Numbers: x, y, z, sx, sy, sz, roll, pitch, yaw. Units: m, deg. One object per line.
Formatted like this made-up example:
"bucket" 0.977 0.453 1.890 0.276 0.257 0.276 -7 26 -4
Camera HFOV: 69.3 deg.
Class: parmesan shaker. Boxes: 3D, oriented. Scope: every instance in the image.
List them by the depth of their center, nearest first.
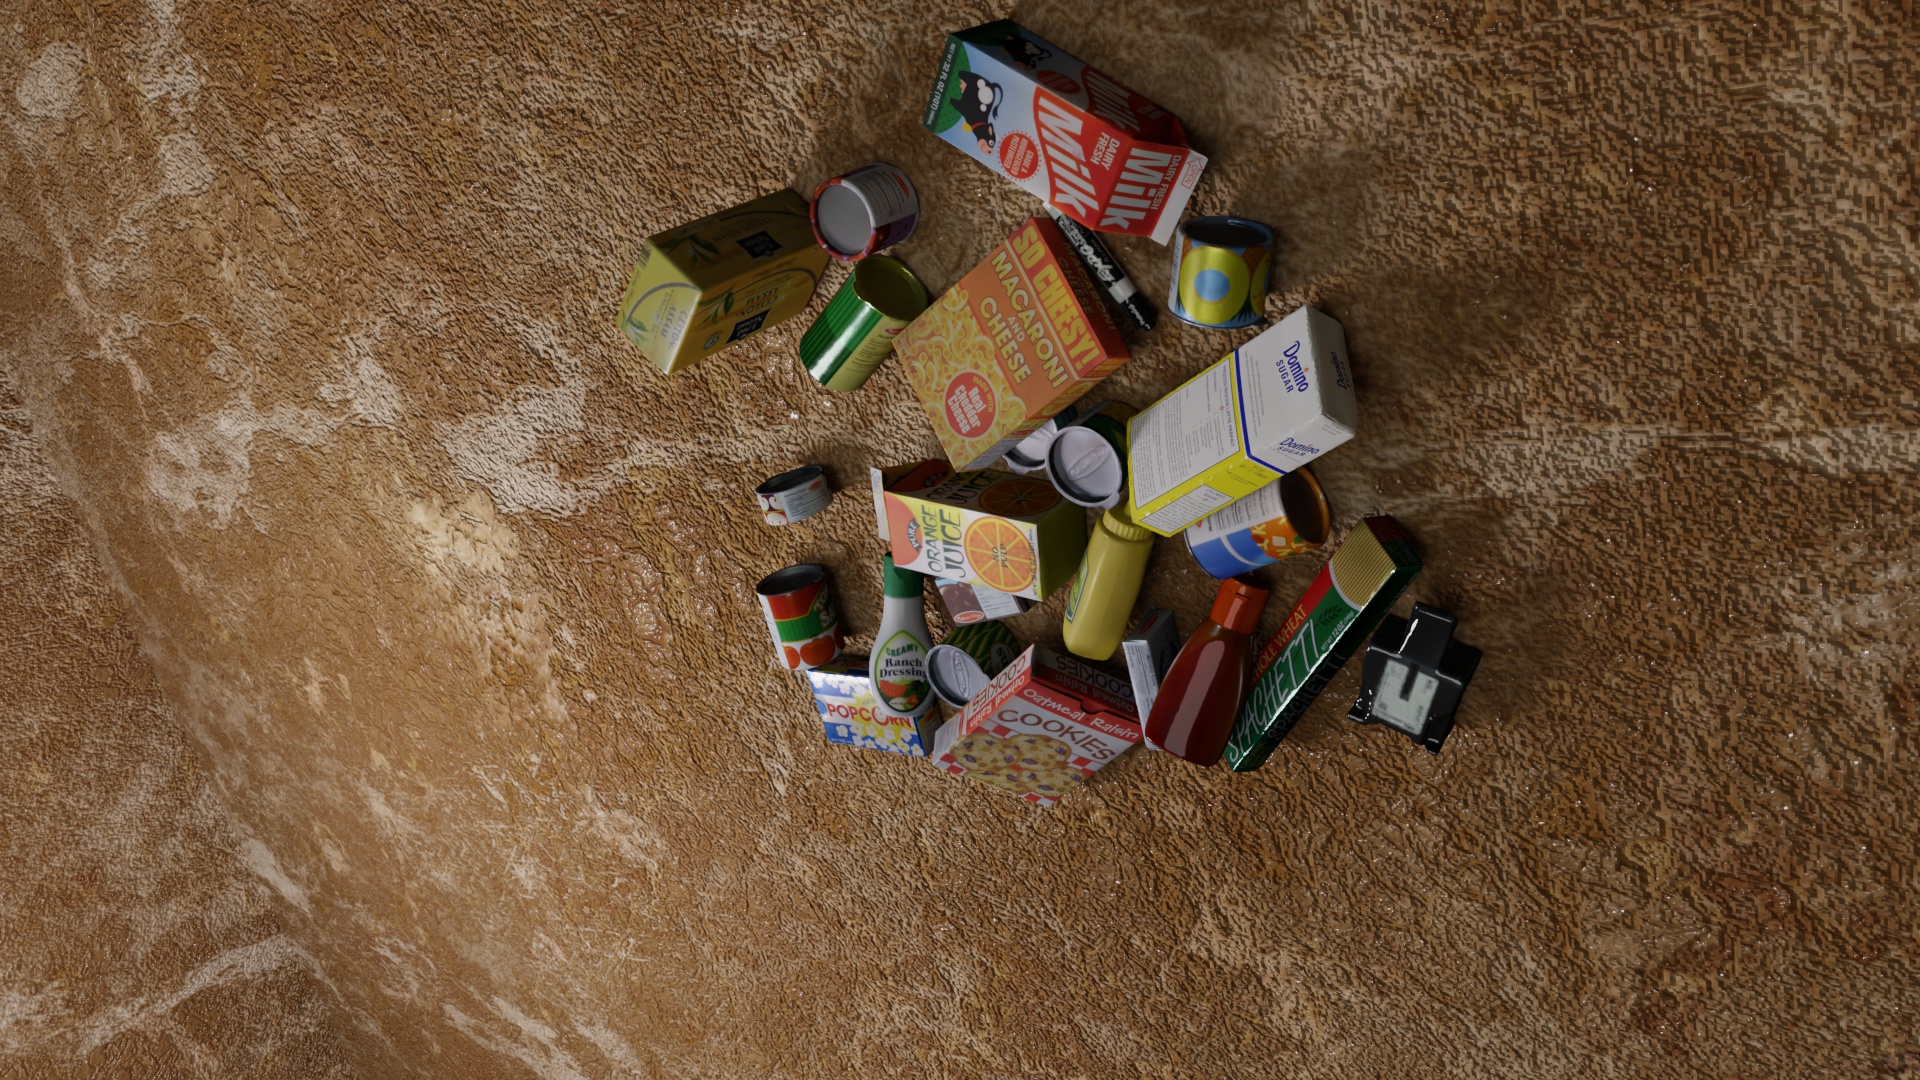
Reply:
"parmesan shaker" -0.083 -0.176 1.134 0.071 0.072 0.102 50 134 2

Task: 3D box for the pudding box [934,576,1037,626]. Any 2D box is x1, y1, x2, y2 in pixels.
"pudding box" 0.023 0.042 1.209 0.083 0.030 0.049 -15 107 42

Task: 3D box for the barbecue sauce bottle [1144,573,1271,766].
"barbecue sauce bottle" 0.195 0.097 1.070 0.065 0.044 0.148 23 106 14

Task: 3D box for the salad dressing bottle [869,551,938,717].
"salad dressing bottle" -0.051 0.084 1.257 0.064 0.044 0.147 0 99 1

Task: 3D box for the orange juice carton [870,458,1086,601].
"orange juice carton" 0.004 -0.015 1.161 0.193 0.073 0.071 13 123 32

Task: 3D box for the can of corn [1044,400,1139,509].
"can of corn" 0.109 -0.065 1.061 0.071 0.058 0.070 18 125 28

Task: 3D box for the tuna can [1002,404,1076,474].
"tuna can" 0.058 -0.090 1.104 0.071 0.033 0.070 18 125 28

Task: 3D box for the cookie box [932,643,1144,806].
"cookie box" 0.070 0.164 1.197 0.123 0.040 0.166 23 137 -20

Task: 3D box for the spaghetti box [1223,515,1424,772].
"spaghetti box" 0.259 0.085 1.040 0.248 0.029 0.050 -64 38 40

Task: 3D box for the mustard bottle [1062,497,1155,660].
"mustard bottle" 0.121 0.018 1.098 0.049 0.065 0.159 12 122 -4

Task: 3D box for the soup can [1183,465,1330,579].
"soup can" 0.216 -0.013 1.007 0.083 0.072 0.071 -23 100 42

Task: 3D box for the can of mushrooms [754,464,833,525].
"can of mushrooms" -0.152 -0.042 1.270 0.071 0.071 0.033 -4 113 39

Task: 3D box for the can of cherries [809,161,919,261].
"can of cherries" -0.077 -0.256 1.091 0.071 0.059 0.071 18 125 28

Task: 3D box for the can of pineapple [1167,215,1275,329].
"can of pineapple" 0.177 -0.181 0.936 0.071 0.071 0.057 20 126 27

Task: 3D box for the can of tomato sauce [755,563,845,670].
"can of tomato sauce" -0.151 0.073 1.337 0.071 0.071 0.082 1 116 37

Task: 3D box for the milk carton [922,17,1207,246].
"milk carton" 0.076 -0.278 0.951 0.191 0.074 0.072 36 131 15

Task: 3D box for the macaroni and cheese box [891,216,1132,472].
"macaroni and cheese box" 0.036 -0.146 1.052 0.165 0.040 0.124 -35 74 37

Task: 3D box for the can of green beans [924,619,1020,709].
"can of green beans" 0.011 0.108 1.237 0.071 0.058 0.071 18 125 28

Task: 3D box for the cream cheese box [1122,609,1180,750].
"cream cheese box" 0.162 0.114 1.129 0.024 0.053 0.103 0 115 35

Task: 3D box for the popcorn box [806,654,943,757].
"popcorn box" -0.082 0.159 1.352 0.126 0.038 0.085 2 118 36
